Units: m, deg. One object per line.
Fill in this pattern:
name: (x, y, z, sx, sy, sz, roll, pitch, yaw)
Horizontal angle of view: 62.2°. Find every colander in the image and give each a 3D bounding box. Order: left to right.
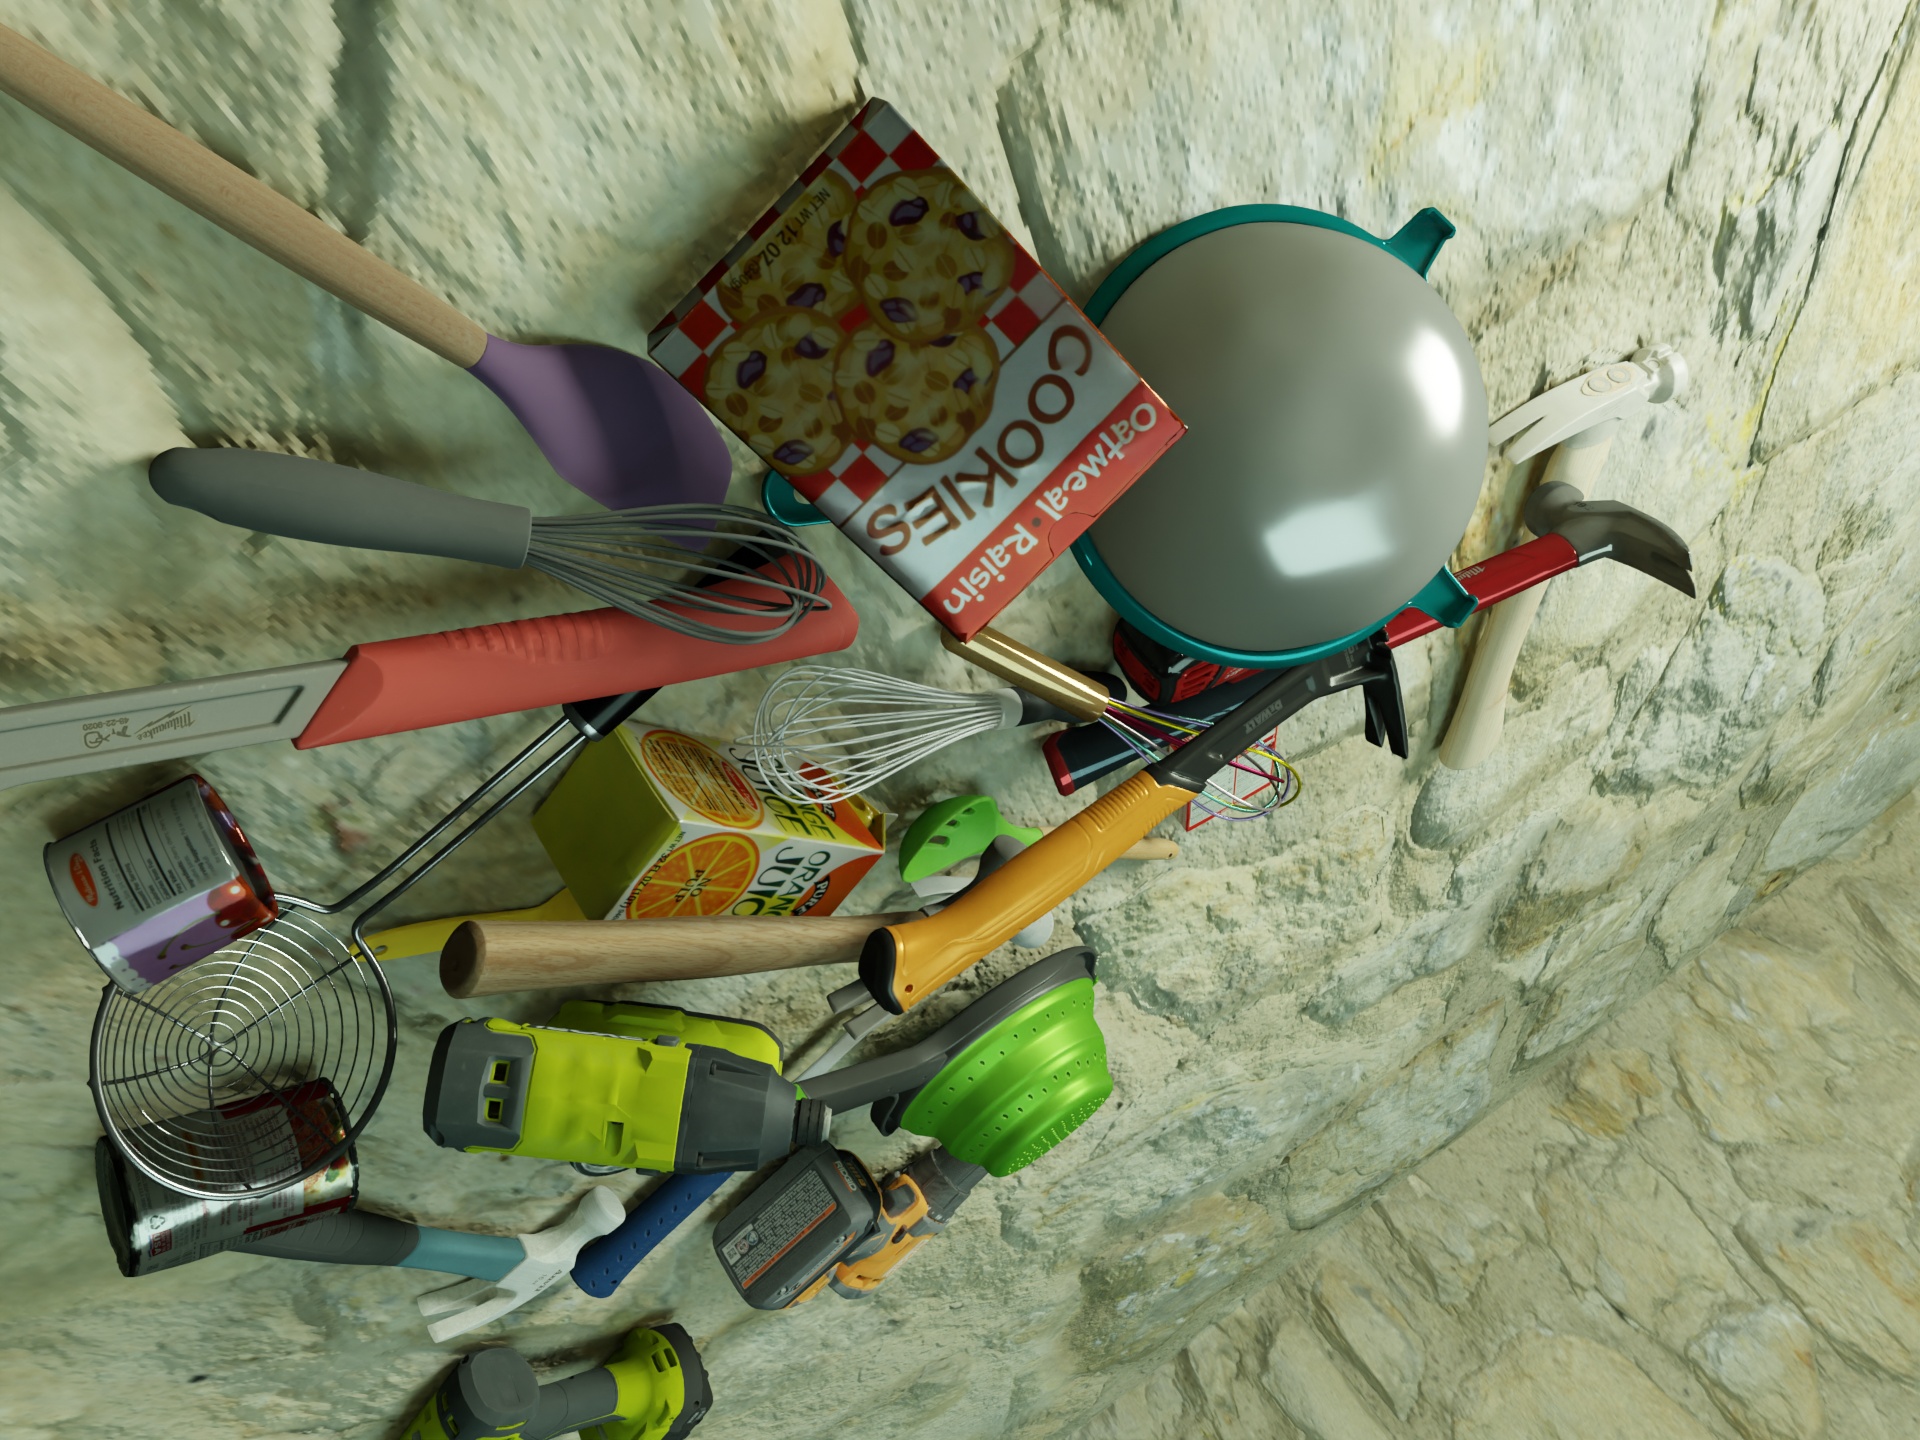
colander: (0.000, 0.262, 1.084, 0.204, 0.095, 0.397, -48, 157, 22)

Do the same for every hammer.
hammer: (-0.333, 0.301, 0.922, 0.128, 0.033, 0.330, -41, 148, 2)
hammer: (-0.199, -0.006, 0.597, 0.359, 0.037, 0.149, -12, 113, -34)
hammer: (-0.099, 0.110, 0.771, 0.331, 0.031, 0.130, 6, 127, -50)
hammer: (-0.115, 0.248, 1.069, 0.405, 0.035, 0.144, -43, 148, 9)
hammer: (0.094, 0.050, 0.828, 0.337, 0.034, 0.127, -33, 122, -15)
hammer: (0.234, -0.039, 0.948, 0.386, 0.143, 0.038, -24, 118, -4)
hammer: (0.402, -0.087, 1.163, 0.146, 0.038, 0.410, -26, 147, -17)

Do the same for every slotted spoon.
slotted spoon: (0.061, 0.080, 1.042, 0.313, 0.031, 0.070, 9, 125, -53)

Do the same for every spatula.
spatula: (-0.179, -0.136, 0.521, 0.315, 0.018, 0.060, 28, 74, -53)

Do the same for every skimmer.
skimmer: (-0.203, 0.051, 0.676, 0.363, 0.090, 0.127, -41, 117, 0)

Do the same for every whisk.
whisk: (-0.157, -0.064, 0.568, 0.238, 0.055, 0.055, 9, 128, -26)
whisk: (0.000, -0.003, 0.849, 0.284, 0.070, 0.070, -8, 138, -46)
whisk: (0.094, -0.003, 0.872, 0.244, 0.047, 0.051, 26, 77, -26)

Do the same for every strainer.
strainer: (0.088, -0.115, 0.680, 0.340, 0.095, 0.211, -8, 99, -13)

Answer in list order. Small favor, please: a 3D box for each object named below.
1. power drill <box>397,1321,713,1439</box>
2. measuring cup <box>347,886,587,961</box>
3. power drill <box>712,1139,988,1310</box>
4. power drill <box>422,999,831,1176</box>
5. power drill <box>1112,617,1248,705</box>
power drill: (-0.320, 0.540, 1.199, 0.228, 0.080, 0.190, 12, 123, -48)
measuring cup: (-0.224, 0.111, 0.789, 0.156, 0.029, 0.062, -4, 135, -45)
power drill: (-0.069, 0.381, 1.248, 0.185, 0.084, 0.226, -43, 152, 6)
power drill: (-0.150, 0.182, 0.779, 0.171, 0.080, 0.223, 8, 170, -4)
power drill: (0.162, -0.106, 0.862, 0.143, 0.079, 0.219, -25, 149, -19)
